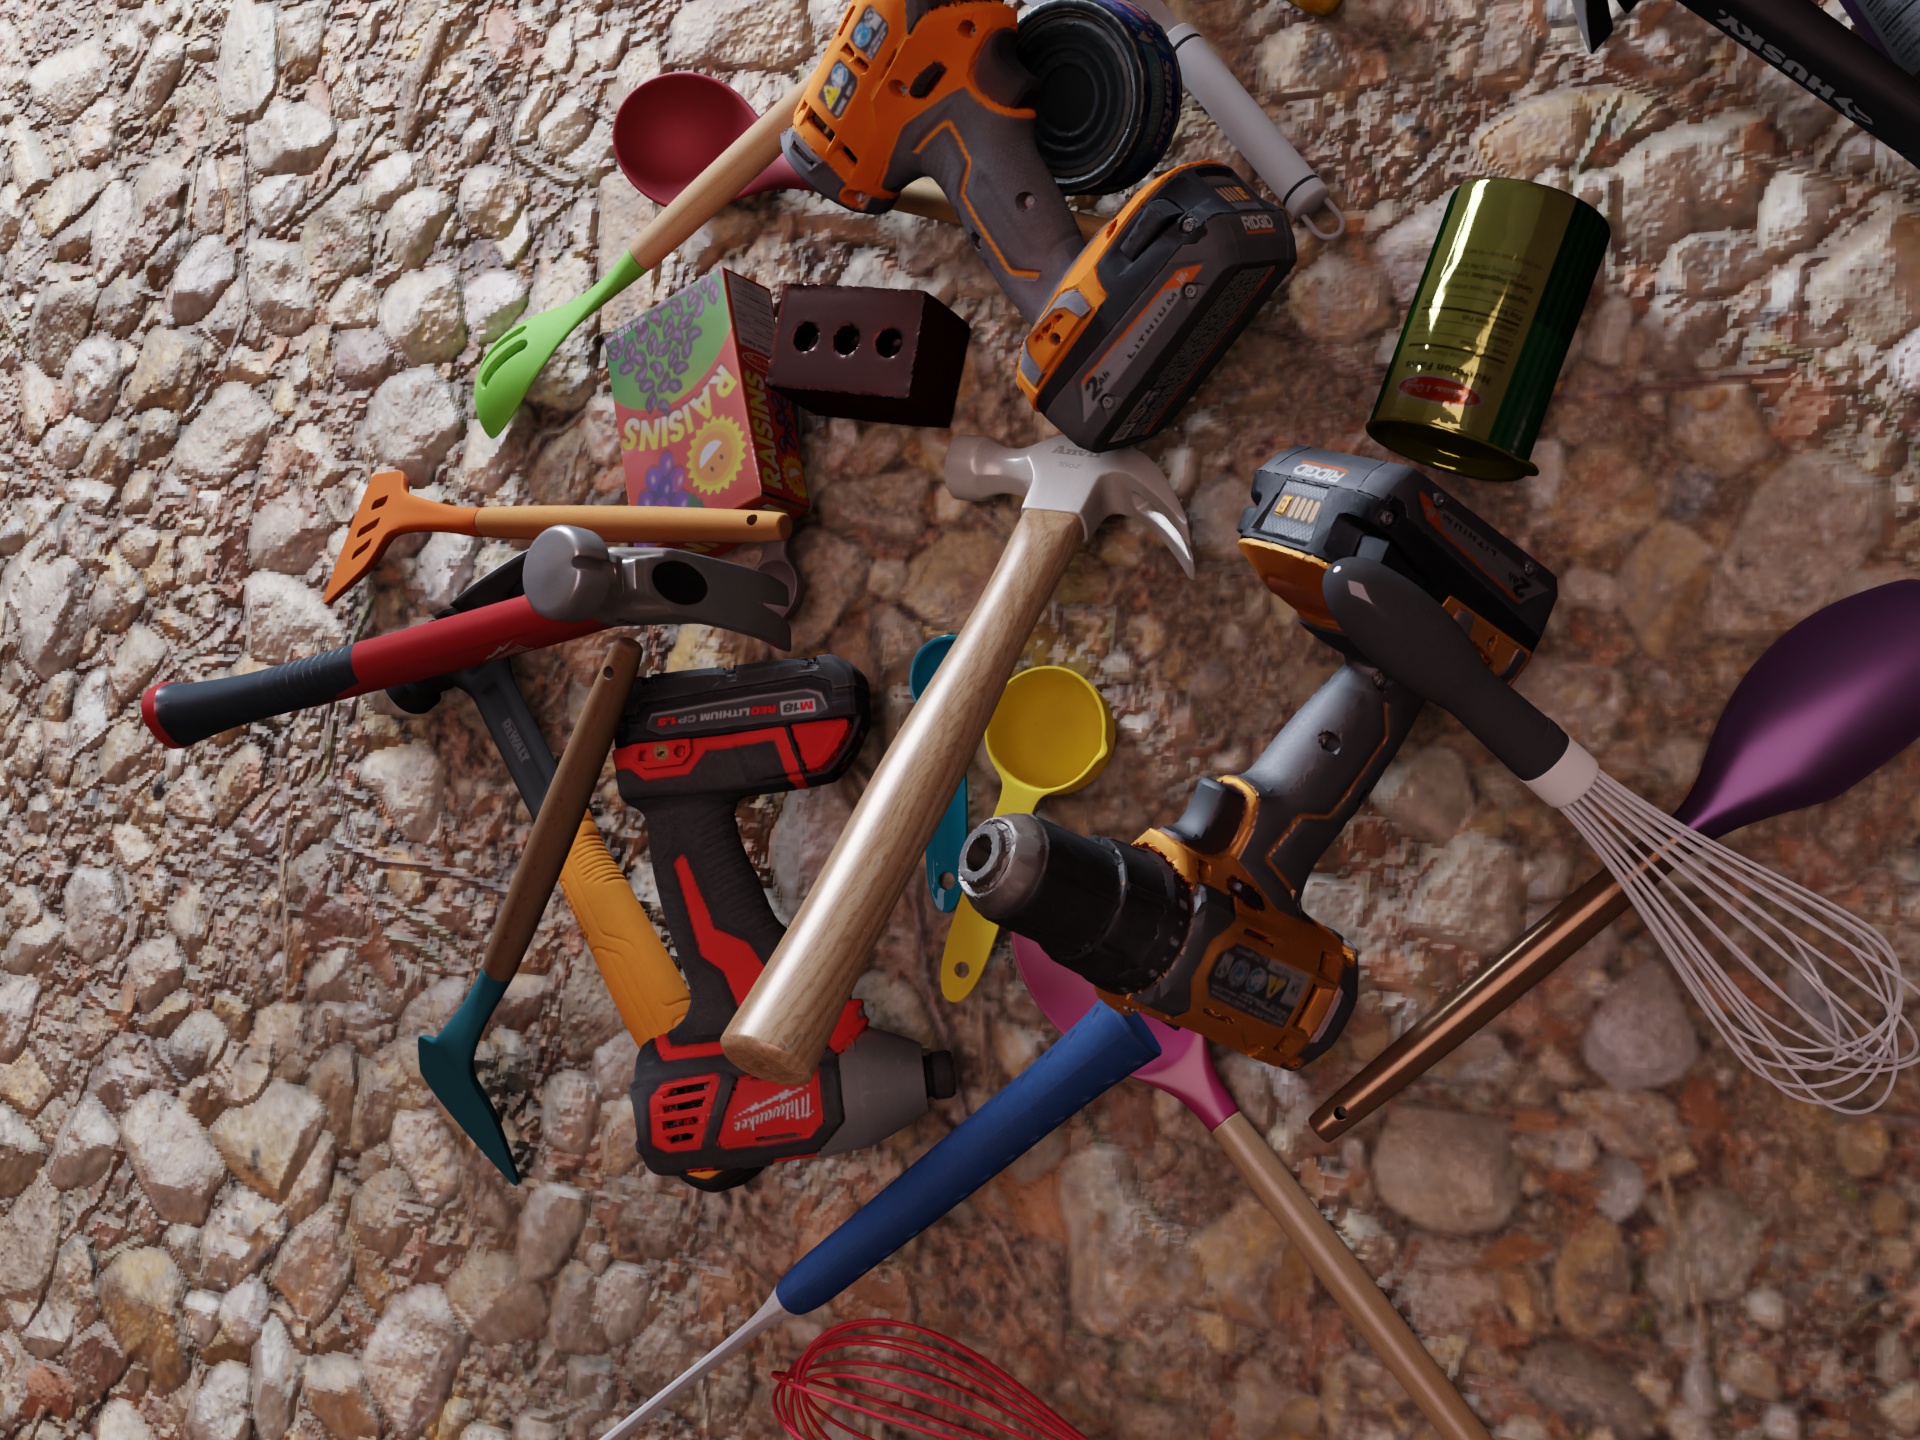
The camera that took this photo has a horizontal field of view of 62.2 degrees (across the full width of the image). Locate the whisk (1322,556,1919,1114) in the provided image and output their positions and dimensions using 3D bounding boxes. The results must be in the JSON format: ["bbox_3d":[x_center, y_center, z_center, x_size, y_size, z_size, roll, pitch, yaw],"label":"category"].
[{"bbox_3d":[0.234,0.037,0.561,0.284,0.070,0.070,40,100,-8],"label":"whisk"}]

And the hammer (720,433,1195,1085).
[{"bbox_3d":[-0.001,-0.002,0.633,0.130,0.031,0.331,8,51,26],"label":"hammer"}]

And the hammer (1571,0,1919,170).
[{"bbox_3d":[0.359,-0.205,0.578,0.335,0.146,0.035,42,100,10],"label":"hammer"}]

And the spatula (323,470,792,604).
[{"bbox_3d":[-0.214,-0.095,0.798,0.323,0.041,0.081,5,71,29],"label":"spatula"}]

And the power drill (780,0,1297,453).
[{"bbox_3d":[0.033,-0.245,0.681,0.226,0.084,0.164,49,128,14],"label":"power drill"}]

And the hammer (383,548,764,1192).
[{"bbox_3d":[-0.178,0.074,0.793,0.127,0.034,0.337,-36,72,15],"label":"hammer"}]

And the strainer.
[{"bbox_3d":[0.097,-0.317,0.729,0.087,0.050,0.258,-34,75,0],"label":"strainer"}]

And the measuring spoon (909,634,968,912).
[{"bbox_3d":[-0.002,0.025,0.740,0.042,0.021,0.128,3,94,23],"label":"measuring spoon"}]

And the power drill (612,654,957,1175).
[{"bbox_3d":[-0.082,0.087,0.717,0.143,0.078,0.220,-6,84,-2],"label":"power drill"}]

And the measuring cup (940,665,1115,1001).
[{"bbox_3d":[0.026,0.052,0.715,0.062,0.029,0.156,20,92,24],"label":"measuring cup"}]

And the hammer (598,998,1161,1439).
[{"bbox_3d":[-0.080,0.254,0.688,0.405,0.144,0.035,-40,73,7],"label":"hammer"}]

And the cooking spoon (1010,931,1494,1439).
[{"bbox_3d":[0.126,0.188,0.662,0.069,0.017,0.319,-41,70,8],"label":"cooking spoon"}]

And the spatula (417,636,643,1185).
[{"bbox_3d":[-0.199,0.092,0.736,0.082,0.044,0.317,40,118,23],"label":"spatula"}]

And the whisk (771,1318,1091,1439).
[{"bbox_3d":[0.056,0.312,0.656,0.296,0.073,0.073,11,88,18],"label":"whisk"}]

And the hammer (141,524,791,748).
[{"bbox_3d":[-0.265,-0.028,0.783,0.386,0.143,0.038,-10,79,34],"label":"hammer"}]

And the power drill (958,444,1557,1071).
[{"bbox_3d":[0.111,0.010,0.606,0.084,0.185,0.226,29,93,57],"label":"power drill"}]

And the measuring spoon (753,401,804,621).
[{"bbox_3d":[-0.086,-0.105,0.791,0.034,0.018,0.124,-5,74,35],"label":"measuring spoon"}]

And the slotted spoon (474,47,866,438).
[{"bbox_3d":[-0.143,-0.249,0.795,0.313,0.031,0.070,-35,37,20],"label":"slotted spoon"}]

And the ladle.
[{"bbox_3d":[-0.035,-0.262,0.781,0.315,0.031,0.069,19,101,21],"label":"ladle"}]

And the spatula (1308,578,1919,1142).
[{"bbox_3d":[0.259,0.062,0.624,0.316,0.018,0.060,-43,69,10],"label":"spatula"}]
